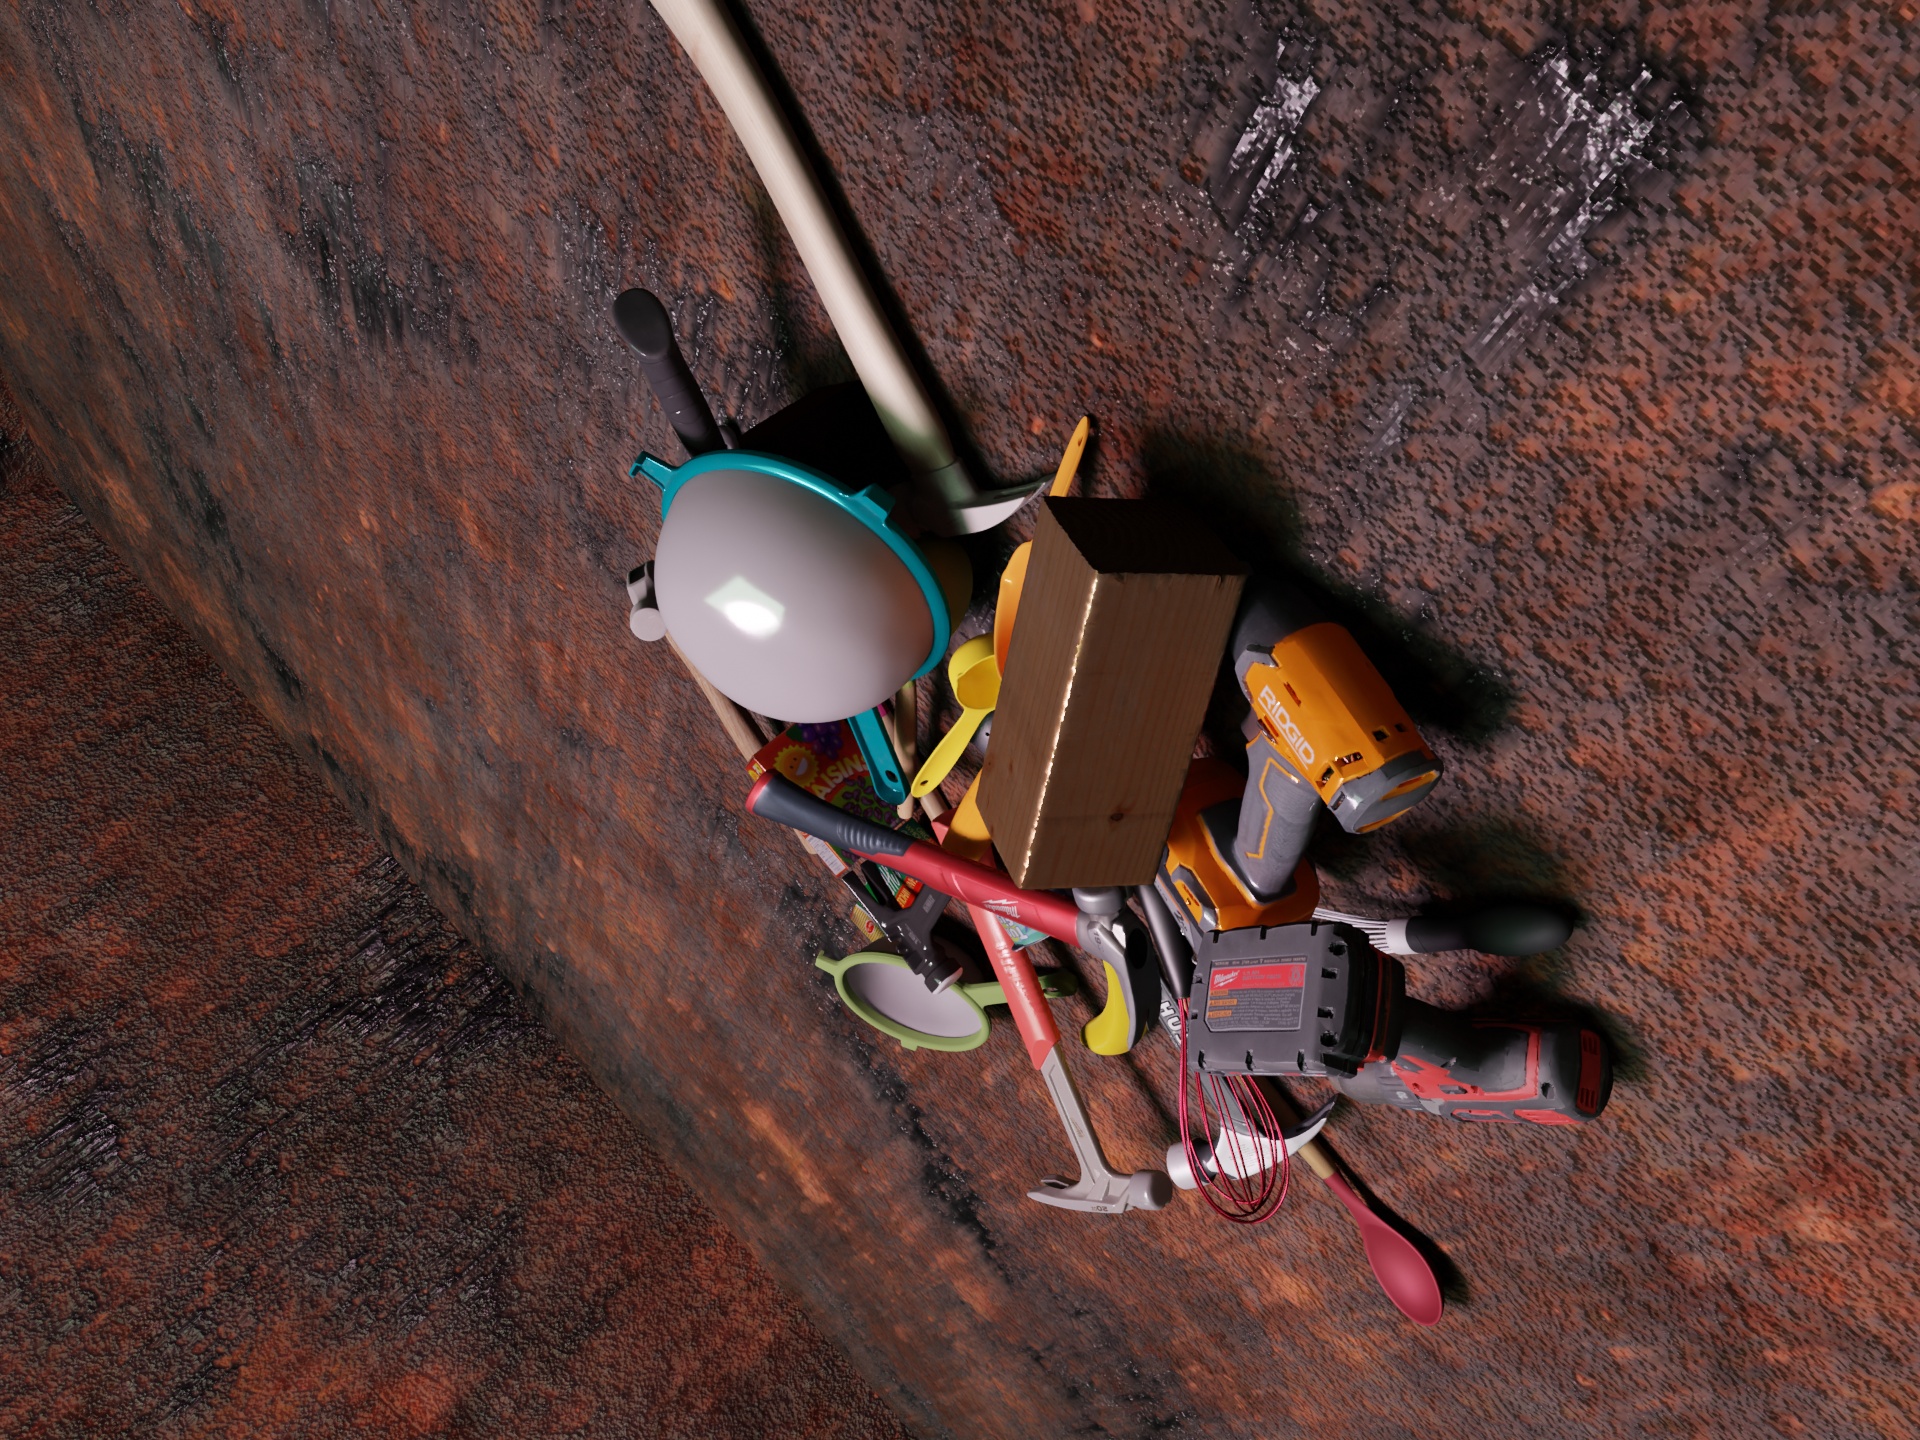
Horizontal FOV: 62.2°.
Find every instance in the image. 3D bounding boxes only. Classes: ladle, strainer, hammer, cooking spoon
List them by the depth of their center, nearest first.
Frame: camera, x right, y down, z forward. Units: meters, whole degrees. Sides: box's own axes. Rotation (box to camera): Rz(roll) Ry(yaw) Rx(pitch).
[{"bbox_3d":[-0.081,-0.293,0.939,0.146,0.038,0.410,-1,123,53],"label":"hammer"},{"bbox_3d":[-0.104,-0.025,1.065,0.211,0.095,0.340,12,144,27],"label":"strainer"},{"bbox_3d":[-0.161,-0.162,1.086,0.146,0.035,0.334,58,174,34],"label":"hammer"},{"bbox_3d":[0.123,0.157,1.157,0.149,0.036,0.409,-27,98,36],"label":"hammer"},{"bbox_3d":[-0.019,0.117,1.159,0.387,0.038,0.143,17,135,42],"label":"hammer"},{"bbox_3d":[-0.029,-0.017,1.173,0.319,0.062,0.078,93,158,-56],"label":"ladle"},{"bbox_3d":[-0.006,0.095,1.194,0.127,0.034,0.336,50,149,14],"label":"hammer"},{"bbox_3d":[0.260,0.321,1.197,0.315,0.031,0.069,51,149,2],"label":"ladle"},{"bbox_3d":[-0.051,0.016,1.281,0.069,0.017,0.318,-1,123,55],"label":"cooking spoon"},{"bbox_3d":[0.052,0.240,1.303,0.149,0.037,0.359,-13,102,48],"label":"hammer"},{"bbox_3d":[-0.200,-0.005,1.408,0.331,0.031,0.130,61,-174,-35],"label":"hammer"},{"bbox_3d":[0.006,0.223,1.411,0.256,0.069,0.151,-14,130,39],"label":"strainer"}]

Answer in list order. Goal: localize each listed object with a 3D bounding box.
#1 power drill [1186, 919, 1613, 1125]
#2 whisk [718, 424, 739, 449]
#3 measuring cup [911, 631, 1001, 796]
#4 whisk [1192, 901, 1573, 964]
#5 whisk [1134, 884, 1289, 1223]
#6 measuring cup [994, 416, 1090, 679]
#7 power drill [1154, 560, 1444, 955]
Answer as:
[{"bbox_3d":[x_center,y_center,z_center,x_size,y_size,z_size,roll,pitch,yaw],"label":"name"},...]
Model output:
[{"bbox_3d":[0.235,0.185,0.922,0.226,0.080,0.188,21,159,-30],"label":"power drill"},{"bbox_3d":[-0.185,-0.137,1.263,0.055,0.055,0.238,36,144,23],"label":"whisk"},{"bbox_3d":[-0.002,-0.004,1.113,0.156,0.062,0.029,-56,42,39],"label":"measuring cup"},{"bbox_3d":[0.247,0.133,0.968,0.284,0.070,0.070,-14,112,54],"label":"whisk"},{"bbox_3d":[0.164,0.207,1.102,0.073,0.073,0.296,-14,93,59],"label":"whisk"},{"bbox_3d":[0.069,-0.096,0.947,0.095,0.052,0.173,-107,30,-56],"label":"measuring cup"},{"bbox_3d":[0.169,0.025,0.907,0.164,0.084,0.226,60,153,25],"label":"power drill"}]
